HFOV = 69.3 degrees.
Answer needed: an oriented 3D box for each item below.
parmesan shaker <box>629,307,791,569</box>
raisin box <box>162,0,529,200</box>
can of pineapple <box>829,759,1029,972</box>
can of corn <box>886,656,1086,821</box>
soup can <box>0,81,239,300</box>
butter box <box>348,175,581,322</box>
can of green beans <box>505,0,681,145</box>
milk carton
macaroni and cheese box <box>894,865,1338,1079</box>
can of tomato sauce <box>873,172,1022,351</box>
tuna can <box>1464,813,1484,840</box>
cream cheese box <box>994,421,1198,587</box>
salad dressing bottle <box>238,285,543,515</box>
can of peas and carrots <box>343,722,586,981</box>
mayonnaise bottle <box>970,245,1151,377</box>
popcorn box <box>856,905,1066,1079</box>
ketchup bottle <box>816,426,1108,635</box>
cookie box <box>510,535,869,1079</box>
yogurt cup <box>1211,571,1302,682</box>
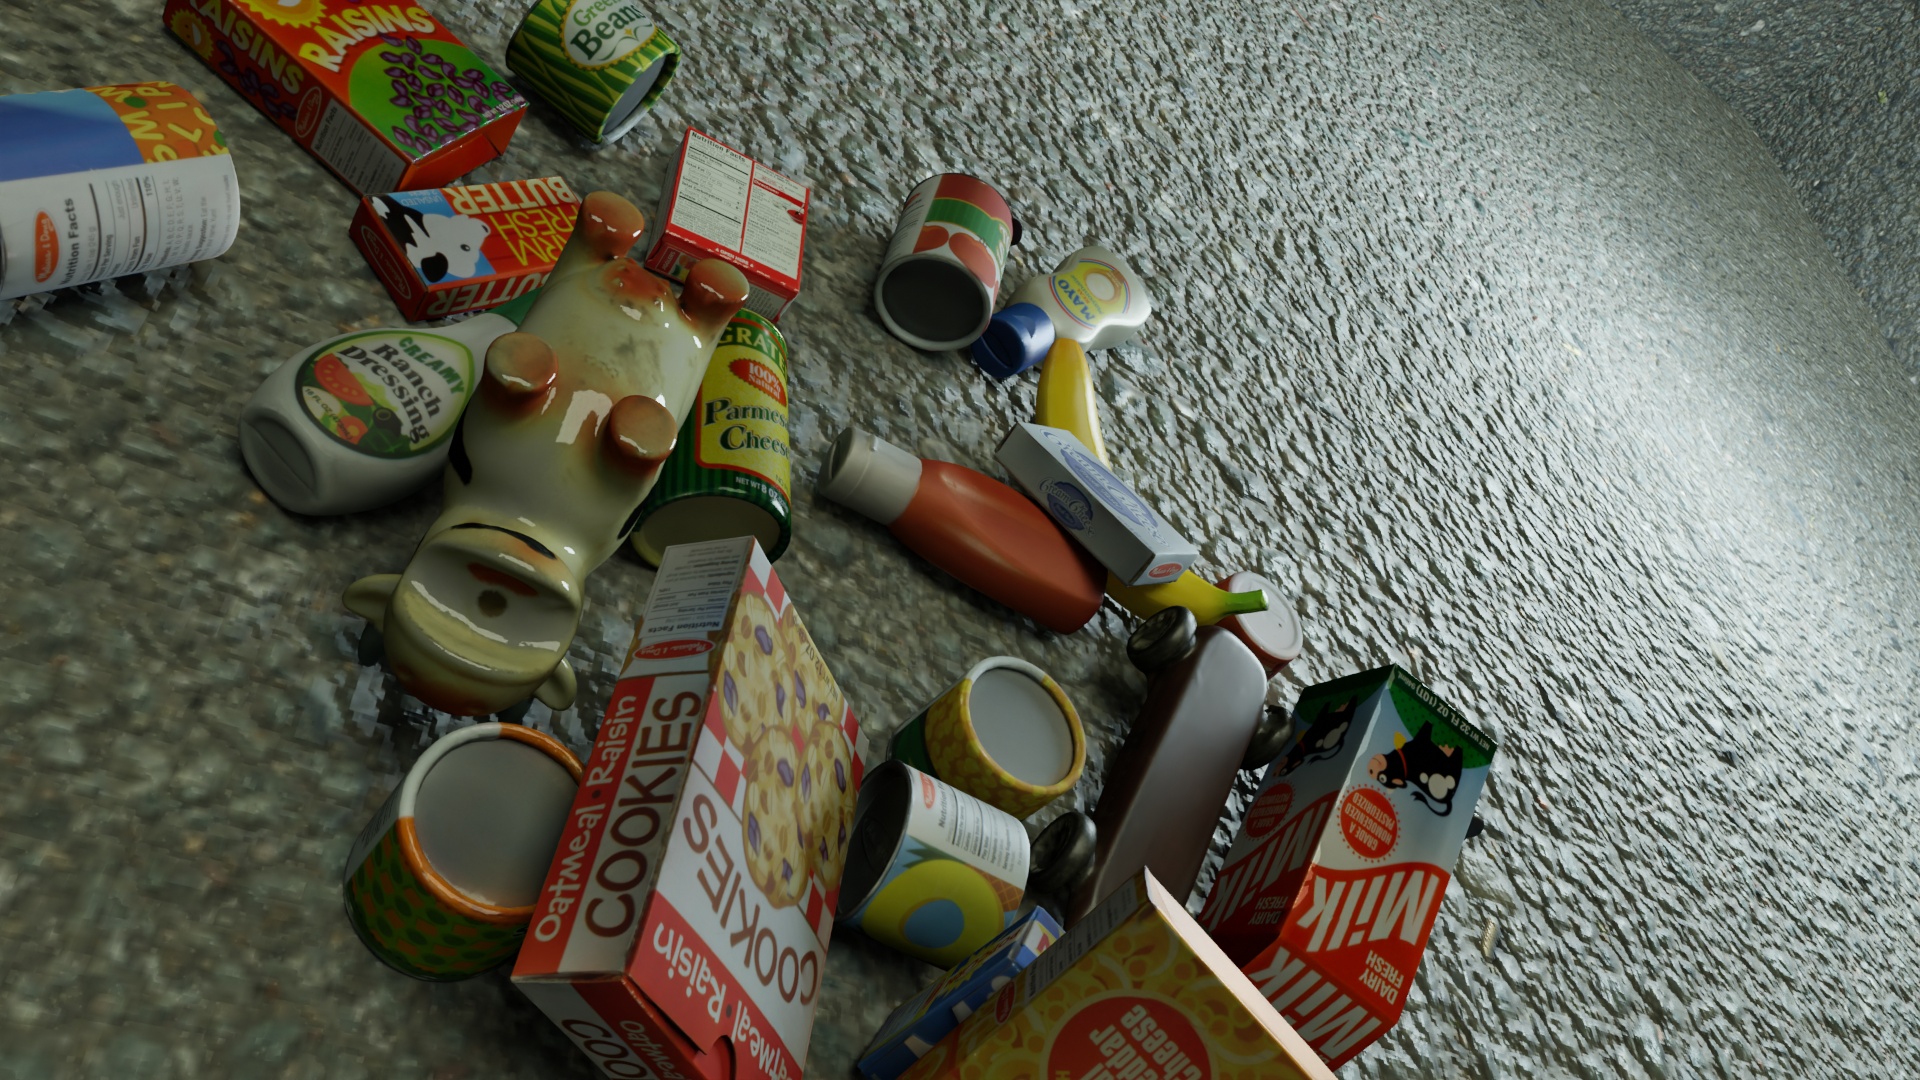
[{"bbox_3d":[-0.105,-0.041,0.600,0.071,0.071,0.103,17,48,-31],"label":"parmesan shaker"},{"bbox_3d":[-0.269,-0.211,0.616,0.123,0.040,0.086,42,41,-8],"label":"raisin box"},{"bbox_3d":[-0.016,0.128,0.540,0.058,0.070,0.071,30,43,-20],"label":"can of pineapple"},{"bbox_3d":[0.012,0.093,0.596,0.071,0.058,0.071,23,45,-25],"label":"can of corn"},{"bbox_3d":[-0.313,-0.125,0.487,0.071,0.071,0.084,51,39,5],"label":"soup can"},{"bbox_3d":[-0.208,-0.131,0.614,0.104,0.024,0.053,-25,75,-49],"label":"butter box"},{"bbox_3d":[-0.183,-0.241,0.695,0.058,0.071,0.071,41,40,-7],"label":"can of green beans"},{"bbox_3d":[0.173,0.157,0.649,0.072,0.073,0.191,37,62,-11],"label":"milk carton"},{"bbox_3d":[0.039,0.208,0.449,0.124,0.166,0.040,48,6,1],"label":"macaroni and cheese box"},{"bbox_3d":[-0.007,-0.155,0.777,0.071,0.071,0.083,32,43,-17],"label":"can of tomato sauce"},{"bbox_3d":[0.246,0.139,0.755,0.071,0.070,0.033,34,41,-15],"label":"tuna can"},{"bbox_3d":[0.068,-0.018,0.702,0.104,0.024,0.053,46,23,25],"label":"cream cheese box"},{"bbox_3d":[-0.205,-0.061,0.544,0.064,0.043,0.148,48,40,-2],"label":"salad dressing bottle"},{"bbox_3d":[-0.153,0.101,0.445,0.071,0.058,0.071,23,46,-26],"label":"can of peas and carrots"},{"bbox_3d":[0.059,-0.135,0.838,0.065,0.041,0.149,52,39,3],"label":"mayonnaise bottle"},{"bbox_3d":[0.038,0.206,0.501,0.126,0.085,0.038,47,27,0],"label":"popcorn box"},{"bbox_3d":[0.002,-0.009,0.683,0.149,0.043,0.065,27,36,-22],"label":"ketchup bottle"},{"bbox_3d":[-0.080,0.101,0.472,0.168,0.040,0.122,-81,157,-44],"label":"cookie box"},{"bbox_3d":[0.147,0.053,0.751,0.072,0.053,0.073,24,44,-26],"label":"yogurt cup"}]
